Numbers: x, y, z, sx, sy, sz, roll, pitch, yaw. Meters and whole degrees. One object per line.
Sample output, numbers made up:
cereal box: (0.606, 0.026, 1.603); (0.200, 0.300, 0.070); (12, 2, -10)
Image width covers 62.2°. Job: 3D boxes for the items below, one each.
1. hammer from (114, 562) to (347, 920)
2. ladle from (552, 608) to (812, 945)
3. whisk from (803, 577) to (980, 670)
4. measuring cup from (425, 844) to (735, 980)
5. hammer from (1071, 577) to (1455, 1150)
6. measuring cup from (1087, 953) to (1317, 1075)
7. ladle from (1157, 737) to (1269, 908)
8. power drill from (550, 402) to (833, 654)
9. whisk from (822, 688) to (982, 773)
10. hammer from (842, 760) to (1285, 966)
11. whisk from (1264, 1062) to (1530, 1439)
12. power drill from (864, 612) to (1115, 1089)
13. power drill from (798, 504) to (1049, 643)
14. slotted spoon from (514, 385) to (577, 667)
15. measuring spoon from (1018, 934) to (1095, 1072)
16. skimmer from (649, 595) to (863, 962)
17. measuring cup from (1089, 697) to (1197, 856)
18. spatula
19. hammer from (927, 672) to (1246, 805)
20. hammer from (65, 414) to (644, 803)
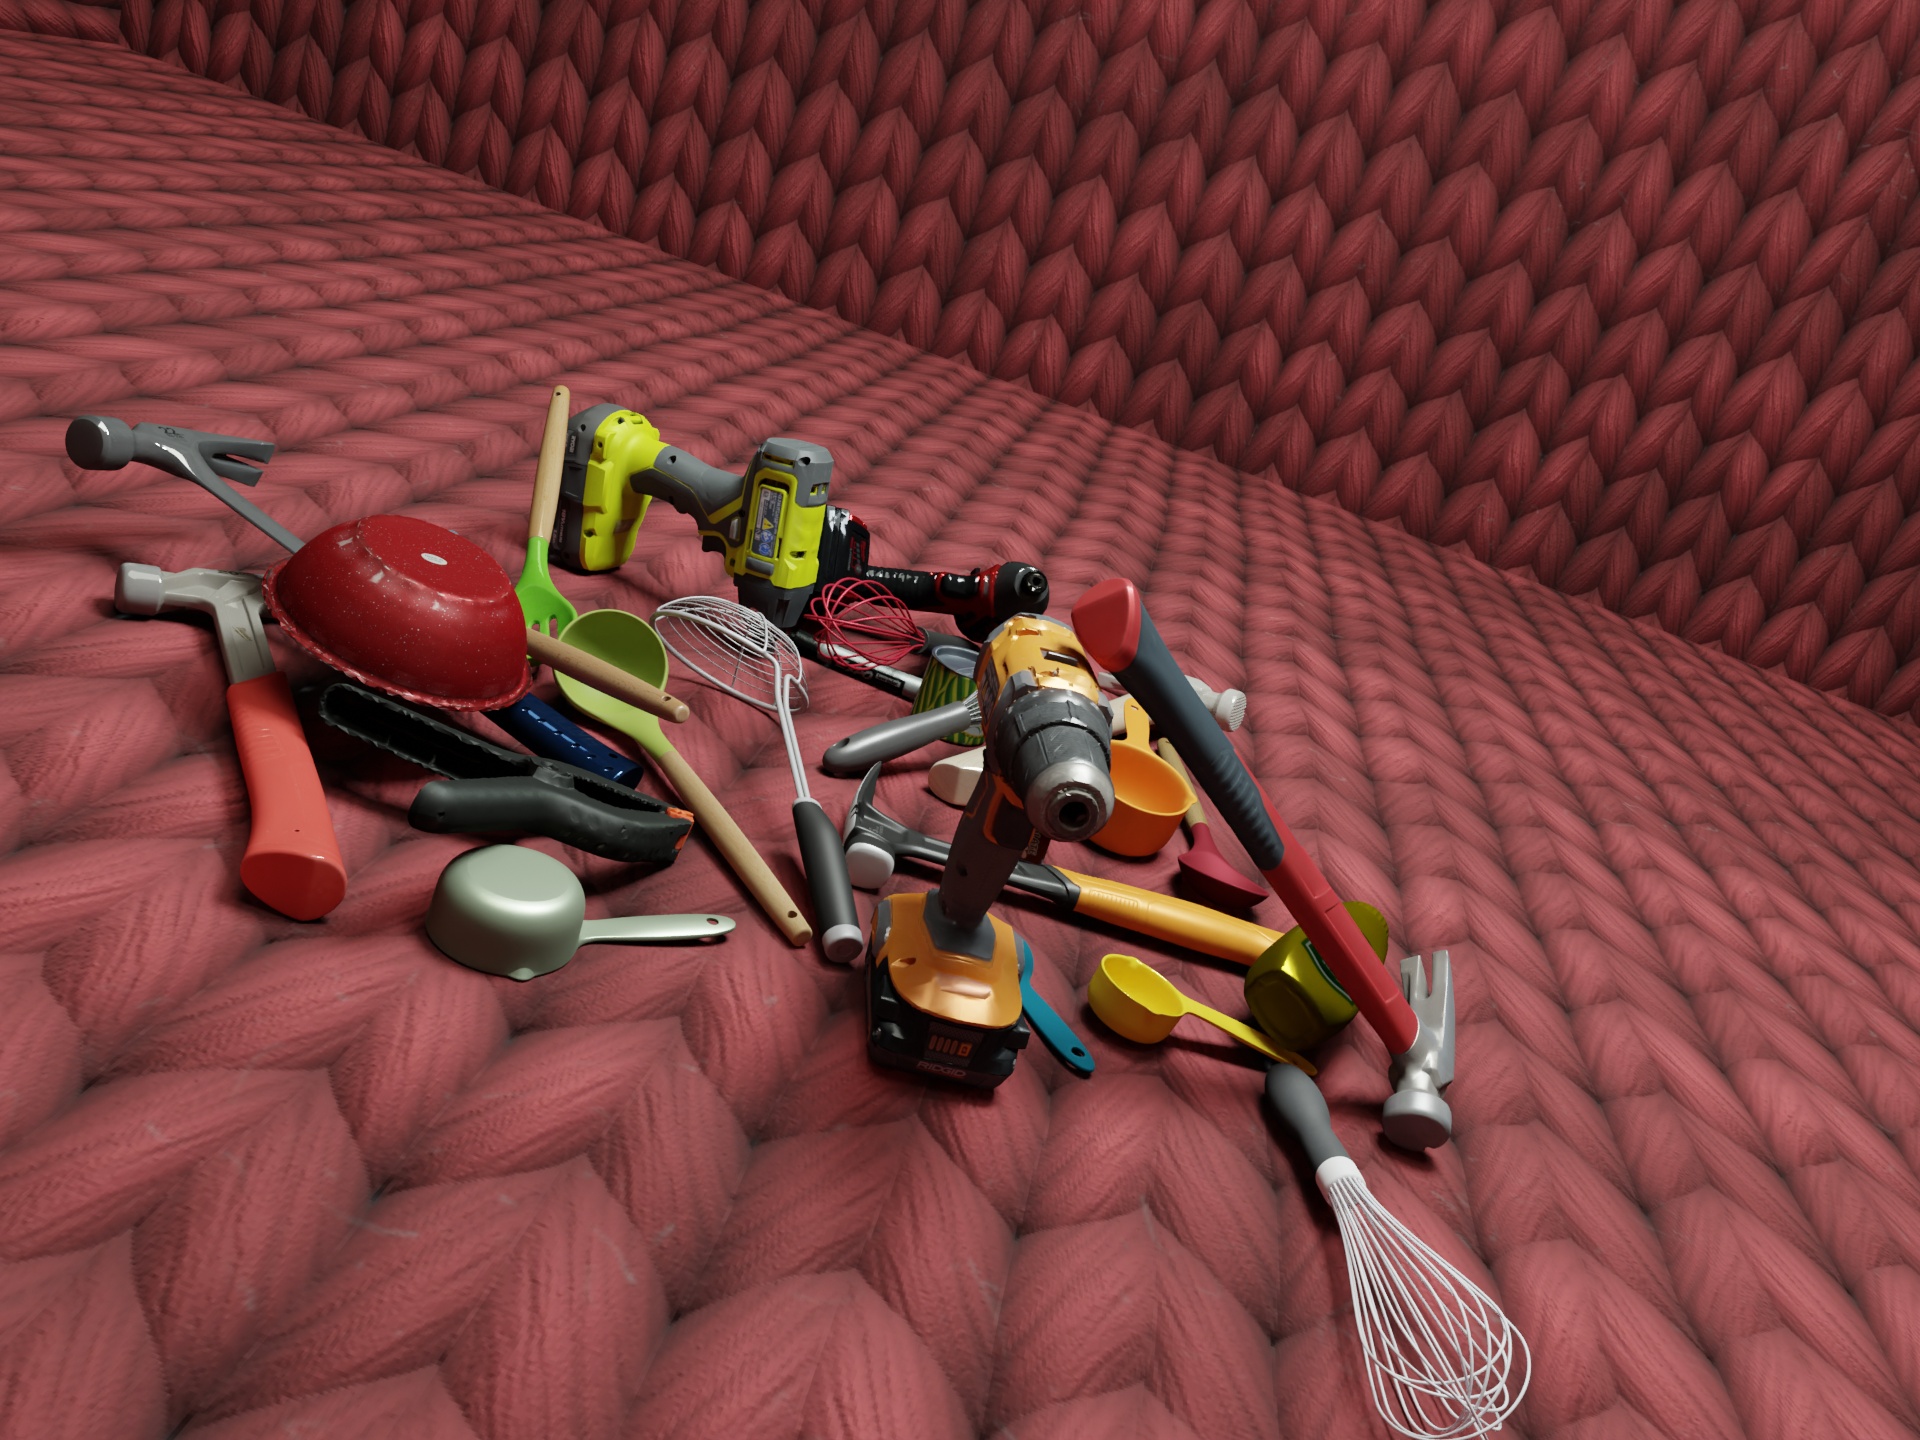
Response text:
hammer: (-0.383, -0.001, 0.898); (0.149, 0.036, 0.359); (6, 24, -34)
ladle: (-0.172, 0.029, 0.993); (0.078, 0.062, 0.320); (-18, 41, -27)
whisk: (-0.045, -0.068, 1.303); (0.073, 0.073, 0.295); (29, 7, 21)
measuring cup: (-0.190, 0.095, 0.829); (0.167, 0.038, 0.083); (4, 26, -33)
hammer: (0.180, 0.066, 0.885); (0.386, 0.038, 0.143); (52, 35, -25)
measuring cup: (0.143, 0.187, 0.947); (0.156, 0.029, 0.062); (28, 17, -15)
ladle: (0.183, 0.074, 1.253); (0.069, 0.031, 0.316); (21, 18, -10)
power drill: (-0.218, -0.159, 1.290); (0.223, 0.171, 0.080); (18, 18, 20)
whisk: (-0.003, -0.005, 1.183); (0.239, 0.055, 0.055); (-20, 41, -33)
hammer: (0.085, 0.113, 1.052); (0.337, 0.034, 0.127); (18, 22, -7)
whisk: (0.199, 0.250, 0.792); (0.070, 0.070, 0.285); (16, 16, -12)
power drill: (0.019, 0.076, 0.804); (0.084, 0.226, 0.185); (15, 21, -11)
power drill: (-0.033, -0.118, 1.375); (0.219, 0.078, 0.143); (10, -11, -17)
slotted spoon: (-0.311, -0.150, 1.189); (0.070, 0.031, 0.314); (-7, 49, 2)
measuring spoon: (0.045, 0.157, 0.919); (0.042, 0.021, 0.129); (7, 23, -32)
skimmer: (-0.131, 0.036, 1.033); (0.127, 0.090, 0.364); (44, 15, -38)
measuring cup: (0.125, 0.041, 1.217); (0.095, 0.052, 0.174); (22, 28, -6)
spatula: (-0.281, -0.058, 1.040); (0.318, 0.044, 0.082); (22, 42, 39)
hammer: (0.091, 0.005, 1.314); (0.146, 0.038, 0.410); (19, 20, 29)
hammer: (-0.365, -0.073, 1.004); (0.405, 0.035, 0.144); (35, 15, 11)
